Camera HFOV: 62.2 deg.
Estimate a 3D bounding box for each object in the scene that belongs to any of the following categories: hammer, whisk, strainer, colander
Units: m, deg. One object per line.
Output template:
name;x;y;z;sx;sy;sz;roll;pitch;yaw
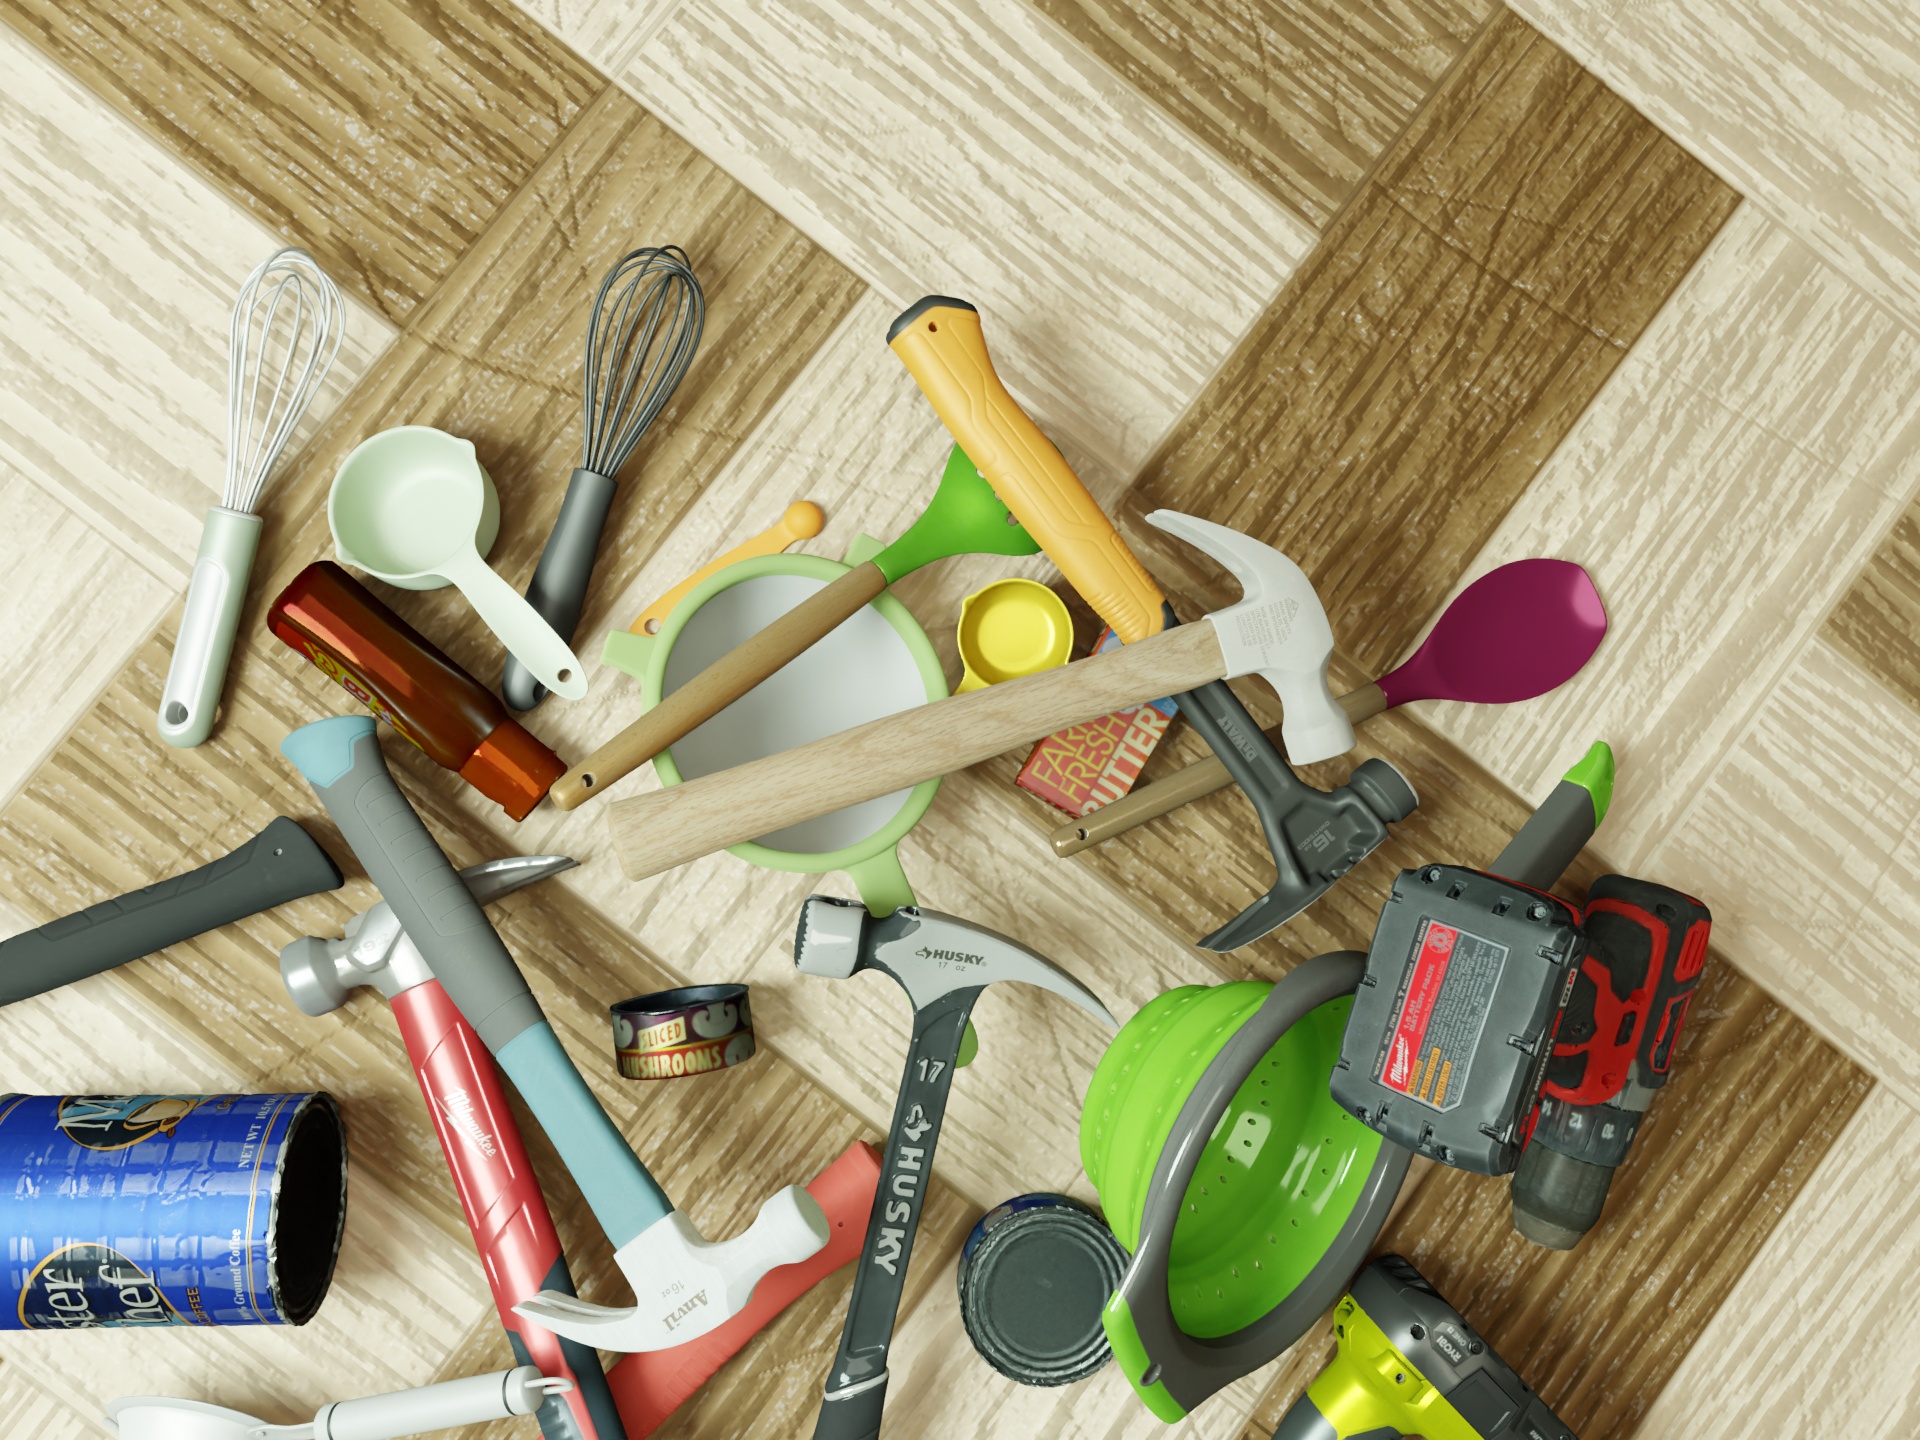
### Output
hammer;-0.202;0.130;0.709;0.128;0.033;0.331;-38;78;4
hammer;0.072;-0.052;0.748;0.127;0.034;0.337;-39;96;-10
whisk;-0.178;-0.118;0.774;0.055;0.055;0.239;18;89;-3
hammer;-0.451;0.126;0.729;0.335;0.035;0.146;-21;62;-10
hammer;-0.176;0.329;0.756;0.359;0.036;0.149;-43;91;-5
strainer;-0.062;0.048;0.760;0.151;0.069;0.256;-26;92;-28
colander;0.177;0.137;0.765;0.397;0.095;0.204;-44;132;-22
hammer;-0.181;0.255;0.728;0.143;0.038;0.386;-23;80;-5
strainer;-0.284;0.314;0.702;0.258;0.050;0.086;-16;133;15
hammer;0.007;0.000;0.701;0.331;0.031;0.130;-18;92;-9
whisk;-0.345;-0.106;0.761;0.058;0.059;0.246;14;91;8
hammer;-0.039;0.285;0.732;0.149;0.036;0.409;11;98;-11

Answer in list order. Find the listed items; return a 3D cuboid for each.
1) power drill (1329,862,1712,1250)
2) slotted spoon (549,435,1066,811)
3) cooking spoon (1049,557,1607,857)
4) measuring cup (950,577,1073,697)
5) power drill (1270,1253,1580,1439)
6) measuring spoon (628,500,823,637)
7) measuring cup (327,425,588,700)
power drill;0.262;0.158;0.729;0.226;0.080;0.188;13;95;-47
slotted spoon;-0.056;-0.052;0.730;0.314;0.031;0.070;-38;98;-26
cooking spoon;0.188;-0.002;0.797;0.319;0.017;0.069;-24;90;-11
measuring cup;-0.001;-0.003;0.796;0.062;0.029;0.156;35;97;-2
power drill;0.182;0.386;0.762;0.223;0.080;0.171;-44;91;-1
measuring spoon;-0.118;-0.072;0.792;0.117;0.011;0.021;-36;90;-5
measuring cup;-0.229;-0.068;0.758;0.083;0.038;0.168;-43;80;-5
